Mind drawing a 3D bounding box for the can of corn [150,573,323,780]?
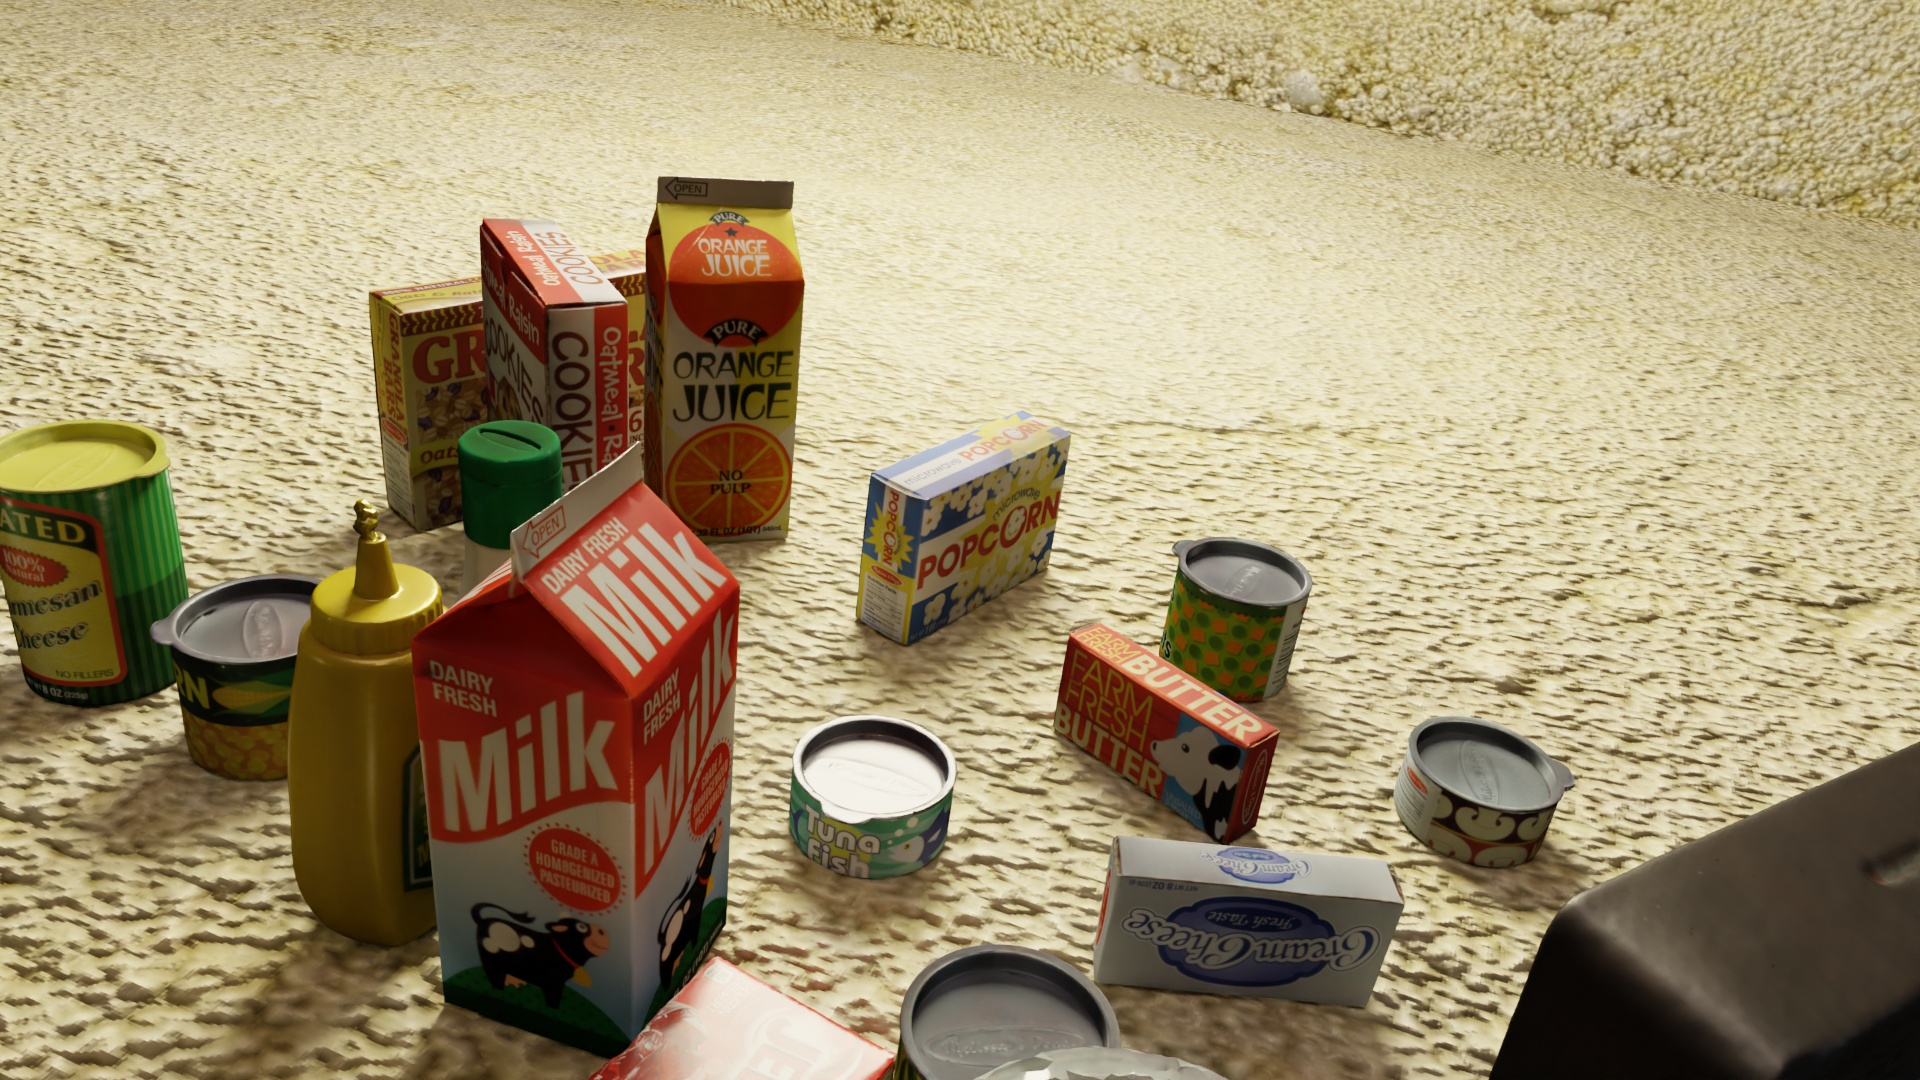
[{"bbox_3d":[-0.282,0.055,0.561,0.071,0.058,0.071,6,28,-3],"label":"can of corn"}]

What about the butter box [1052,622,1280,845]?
[{"bbox_3d":[0.087,0.082,0.606,0.024,0.052,0.104,-19,38,-40],"label":"butter box"}]

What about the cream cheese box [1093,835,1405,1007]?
[{"bbox_3d":[0.103,0.139,0.505,0.104,0.053,0.024,6,28,-3],"label":"cream cheese box"}]

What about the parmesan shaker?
[{"bbox_3d":[-0.359,0.010,0.579,0.071,0.102,0.071,6,28,-3],"label":"parmesan shaker"}]

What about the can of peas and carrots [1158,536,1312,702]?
[{"bbox_3d":[0.134,0.038,0.693,0.071,0.058,0.071,6,28,-3],"label":"can of peas and carrots"}]

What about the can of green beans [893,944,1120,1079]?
[{"bbox_3d":[0.011,0.168,0.423,0.071,0.057,0.071,6,28,-3],"label":"can of green beans"}]

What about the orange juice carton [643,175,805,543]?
[{"bbox_3d":[-0.128,-0.099,0.742,0.072,0.191,0.073,-4,30,-20],"label":"orange juice carton"}]

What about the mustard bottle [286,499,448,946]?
[{"bbox_3d":[-0.193,0.060,0.466,0.049,0.159,0.065,13,28,11],"label":"mustard bottle"}]

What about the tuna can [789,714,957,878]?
[{"bbox_3d":[-0.036,0.104,0.558,0.071,0.032,0.071,6,28,-3],"label":"tuna can"}]

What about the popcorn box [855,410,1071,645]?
[{"bbox_3d":[0.003,-0.009,0.721,0.038,0.084,0.127,25,33,30],"label":"popcorn box"}]

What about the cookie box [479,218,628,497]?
[{"bbox_3d":[-0.199,-0.058,0.676,0.040,0.166,0.123,-9,32,-29],"label":"cookie box"}]

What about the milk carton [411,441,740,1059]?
[{"bbox_3d":[-0.119,0.066,0.441,0.073,0.189,0.073,14,28,11],"label":"milk carton"}]

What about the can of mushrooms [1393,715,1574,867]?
[{"bbox_3d":[0.229,0.110,0.610,0.071,0.033,0.071,6,28,-3],"label":"can of mushrooms"}]

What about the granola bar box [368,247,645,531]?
[{"bbox_3d":[-0.235,-0.087,0.766,0.039,0.123,0.166,29,35,35],"label":"granola bar box"}]

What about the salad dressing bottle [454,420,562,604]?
[{"bbox_3d":[-0.175,0.026,0.546,0.064,0.147,0.044,17,29,18],"label":"salad dressing bottle"}]
